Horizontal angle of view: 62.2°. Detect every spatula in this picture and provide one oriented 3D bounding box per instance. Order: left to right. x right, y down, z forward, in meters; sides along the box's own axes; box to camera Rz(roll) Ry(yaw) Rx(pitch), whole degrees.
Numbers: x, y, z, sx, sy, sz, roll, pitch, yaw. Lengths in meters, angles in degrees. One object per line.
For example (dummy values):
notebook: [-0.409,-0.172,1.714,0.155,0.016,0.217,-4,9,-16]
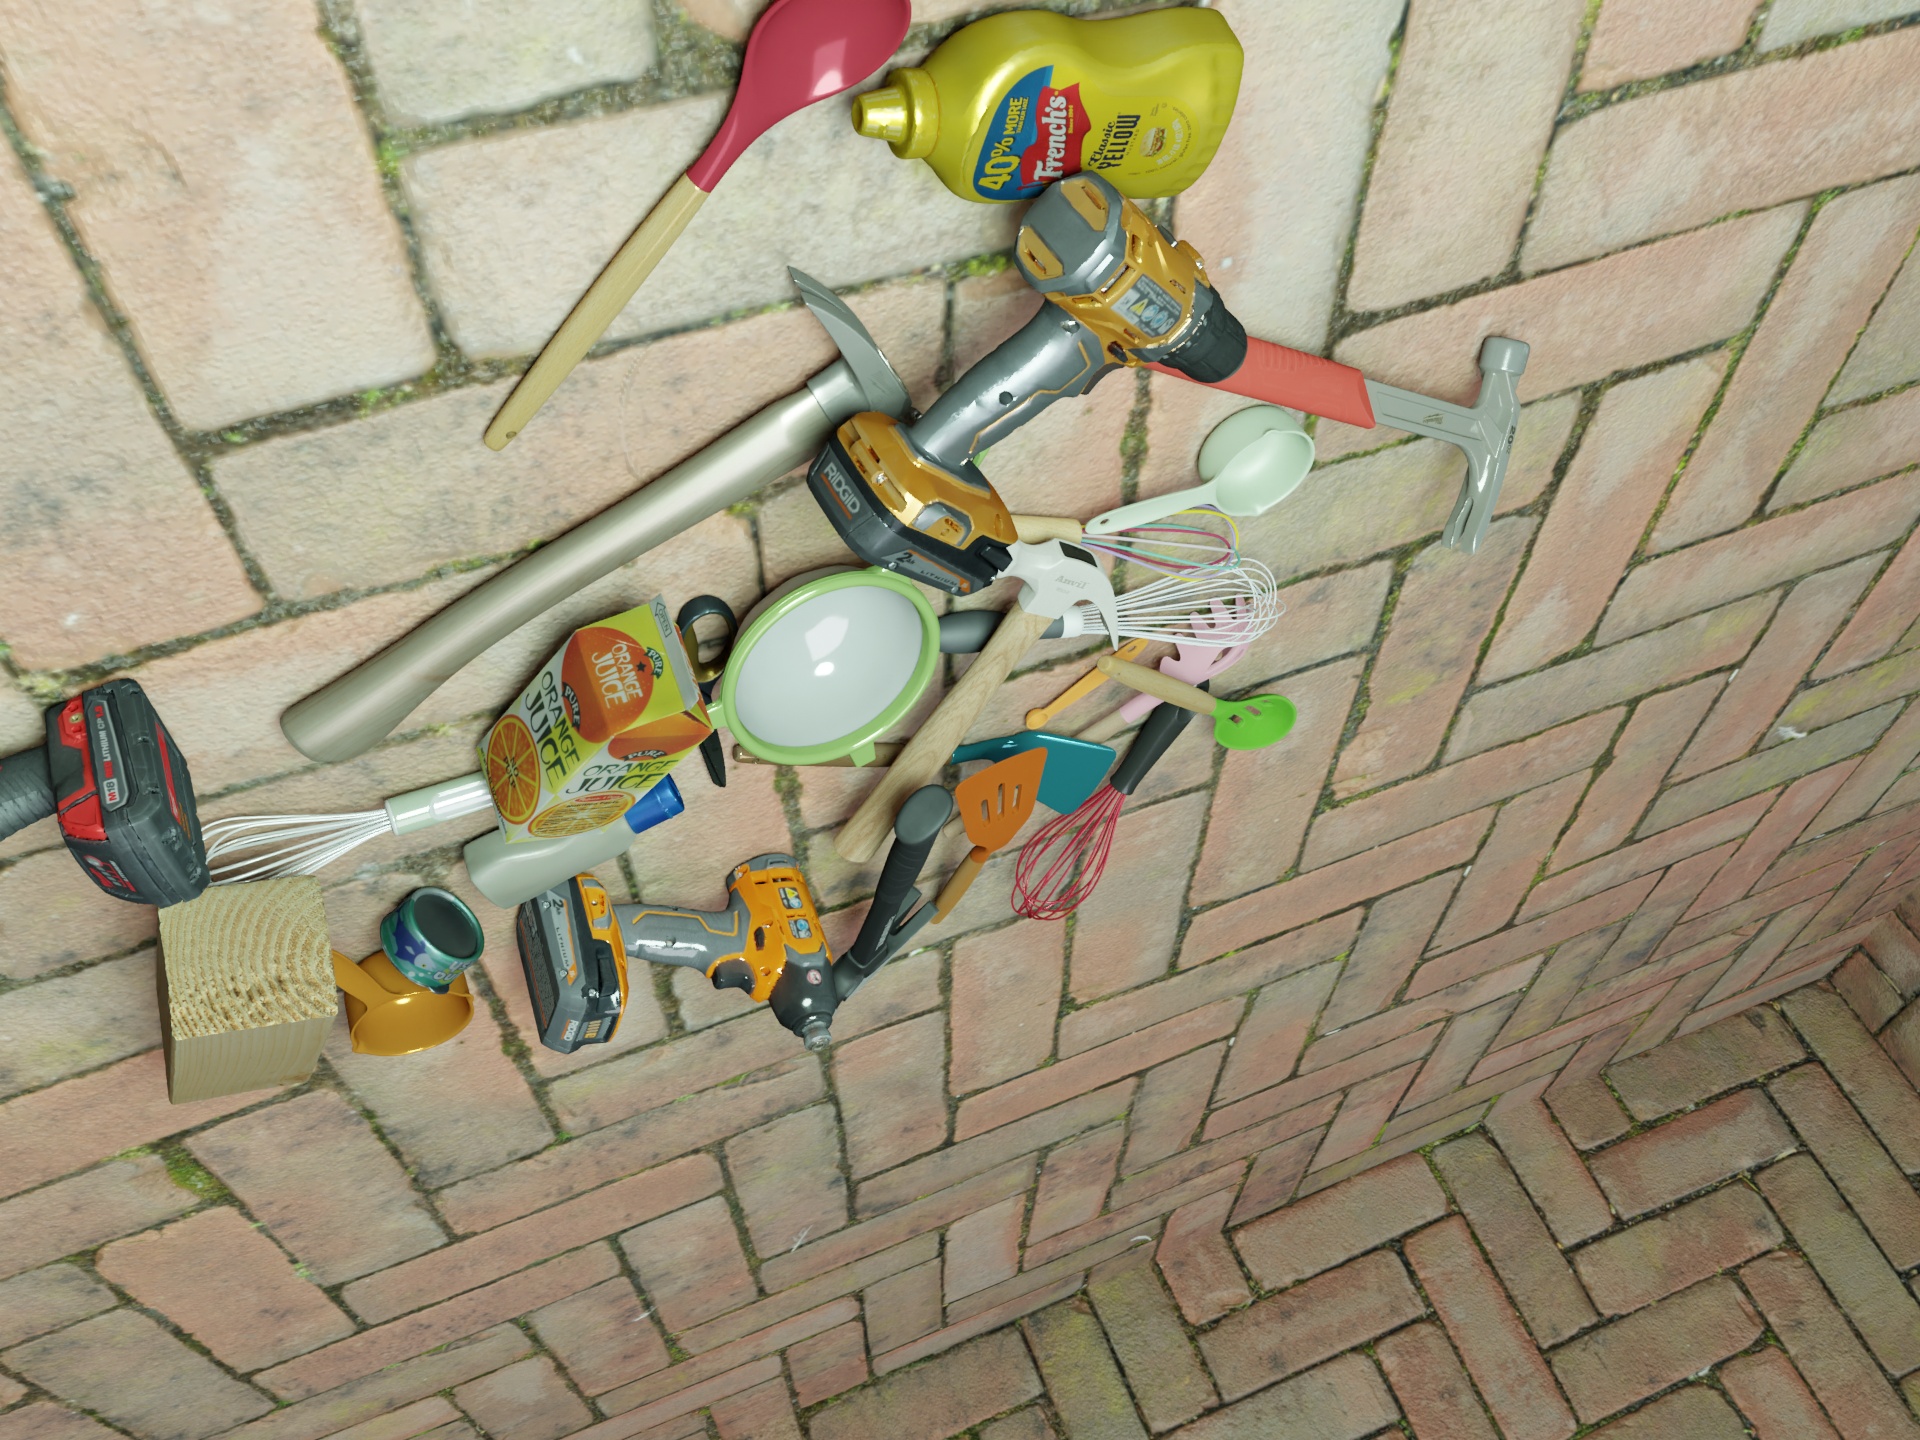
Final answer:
spatula: [-0.027,0.034,1.214,0.317,0.044,0.082,1,138,-35]
spatula: [0.006,0.110,1.309,0.081,0.041,0.322,-23,164,-21]

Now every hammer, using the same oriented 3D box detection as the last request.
hammer: [-0.218,-0.099,0.901,0.410,0.038,0.146,-31,146,7]
hammer: [-0.051,0.134,1.242,0.146,0.035,0.334,-42,167,-29]
hammer: [-0.002,-0.004,1.130,0.130,0.031,0.331,11,135,-30]
hammer: [0.231,-0.205,1.024,0.358,0.037,0.149,5,103,-34]

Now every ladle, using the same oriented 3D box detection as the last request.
ladle: [-0.140,-0.239,0.767,0.315,0.031,0.069,-42,152,26]

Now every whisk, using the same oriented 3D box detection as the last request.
whisk: [-0.371,0.064,1.015,0.246,0.059,0.057,-18,111,-21]
whisk: [0.095,-0.121,1.084,0.245,0.051,0.047,0,145,-30]
whisk: [0.106,-0.075,1.151,0.284,0.070,0.070,-7,143,-19]
whisk: [0.128,0.070,1.366,0.073,0.073,0.295,5,130,-39]

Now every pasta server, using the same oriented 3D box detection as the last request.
pasta server: [0.108,0.005,1.288,0.316,0.040,0.060,-35,147,20]

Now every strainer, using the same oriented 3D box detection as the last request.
strainer: [-0.066,-0.089,1.005,0.151,0.069,0.256,14,118,-43]

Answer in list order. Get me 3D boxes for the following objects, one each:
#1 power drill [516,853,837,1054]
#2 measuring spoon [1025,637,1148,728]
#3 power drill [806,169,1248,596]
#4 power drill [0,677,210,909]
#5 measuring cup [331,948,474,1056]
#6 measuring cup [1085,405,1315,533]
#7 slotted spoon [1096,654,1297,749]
power drill: [-0.202,0.184,1.192,0.226,0.164,0.084,-1,139,-31]
measuring spoon: [0.098,-0.032,1.244,0.117,0.011,0.021,-37,146,9]
power drill: [0.047,-0.172,0.872,0.226,0.084,0.185,-45,149,20]
power drill: [-0.522,0.072,0.830,0.219,0.143,0.078,-19,144,-15]
measuring cup: [-0.418,0.182,1.141,0.095,0.052,0.173,-25,146,-2]
measuring cup: [0.156,-0.164,1.071,0.167,0.038,0.083,-19,147,-9]
slotted spoon: [0.183,-0.018,1.231,0.070,0.031,0.313,-35,155,23]
